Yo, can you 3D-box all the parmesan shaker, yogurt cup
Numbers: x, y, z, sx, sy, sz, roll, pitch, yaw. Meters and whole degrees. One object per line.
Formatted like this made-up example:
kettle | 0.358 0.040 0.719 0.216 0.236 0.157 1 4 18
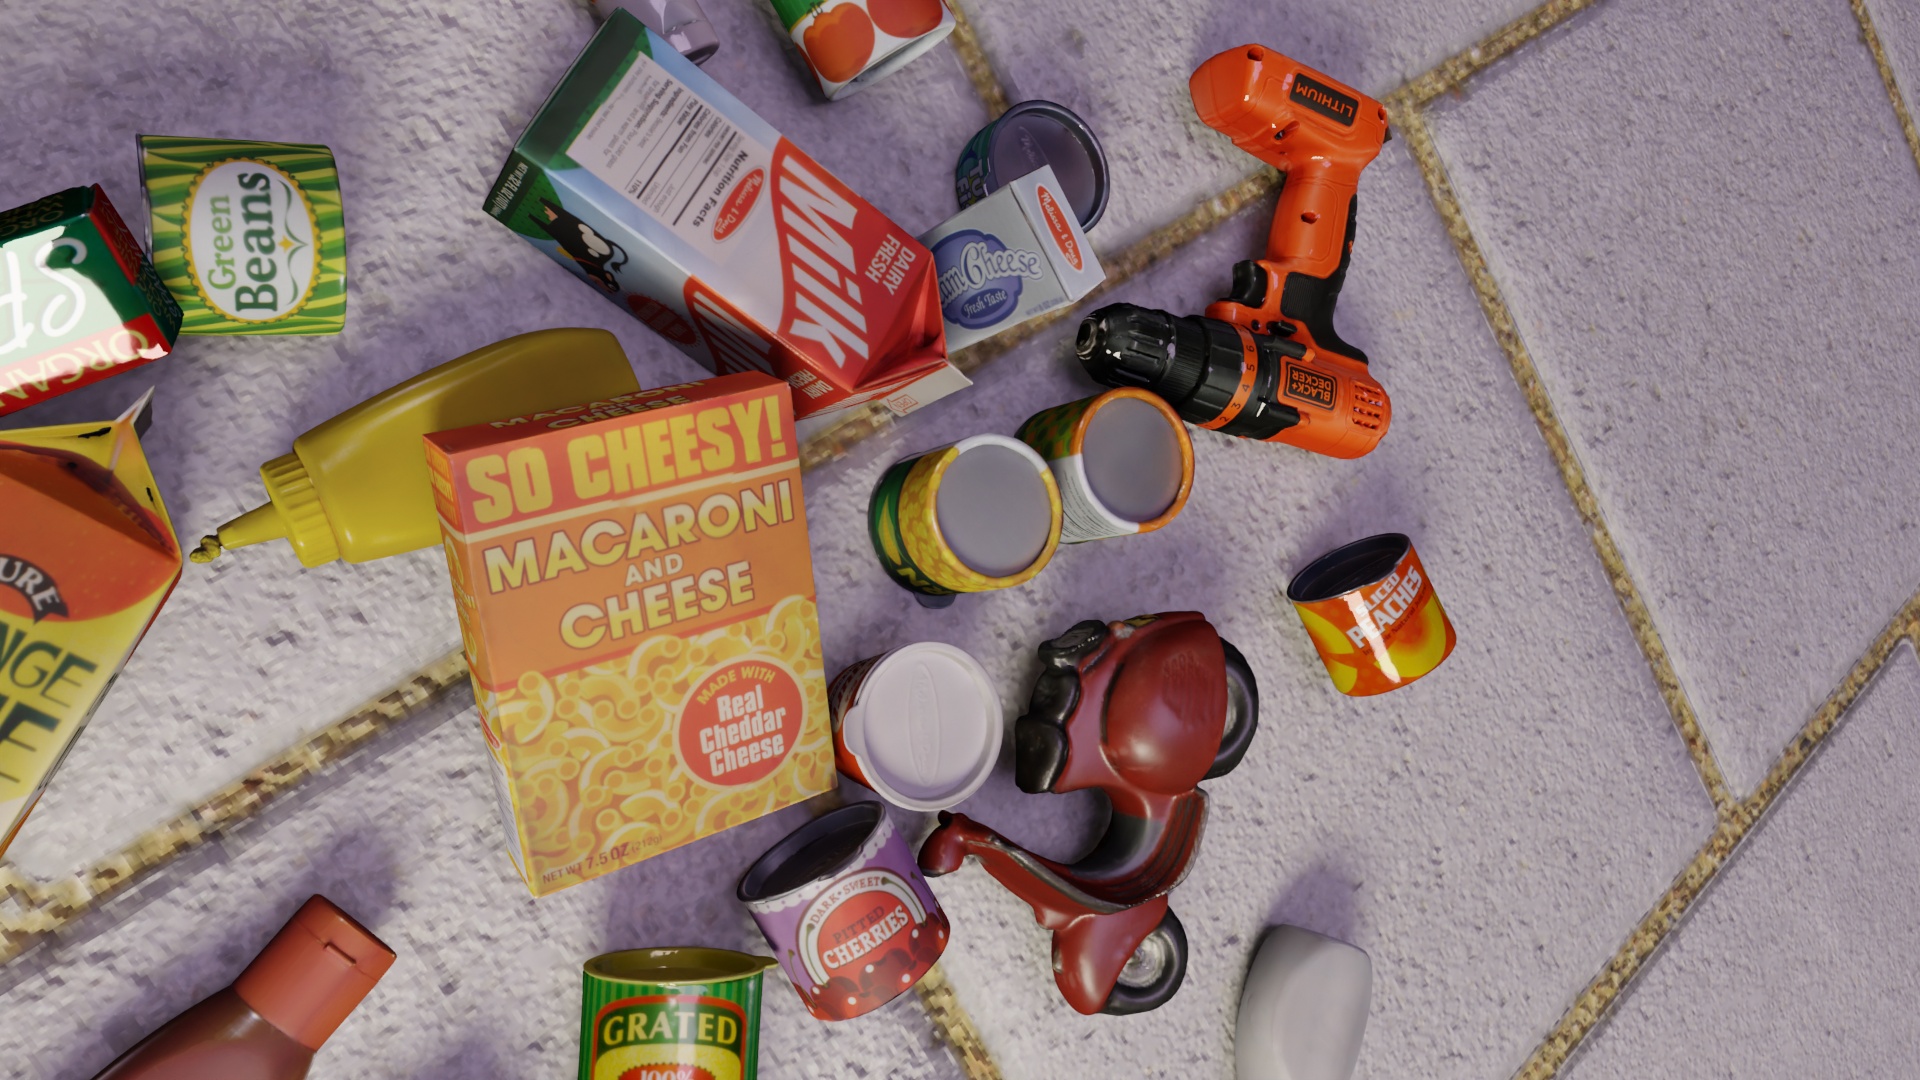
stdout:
parmesan shaker | -0.104 0.207 0.508 0.071 0.071 0.103 5 82 -28
yogurt cup | -0.024 0.076 0.575 0.072 0.054 0.072 3 83 -28

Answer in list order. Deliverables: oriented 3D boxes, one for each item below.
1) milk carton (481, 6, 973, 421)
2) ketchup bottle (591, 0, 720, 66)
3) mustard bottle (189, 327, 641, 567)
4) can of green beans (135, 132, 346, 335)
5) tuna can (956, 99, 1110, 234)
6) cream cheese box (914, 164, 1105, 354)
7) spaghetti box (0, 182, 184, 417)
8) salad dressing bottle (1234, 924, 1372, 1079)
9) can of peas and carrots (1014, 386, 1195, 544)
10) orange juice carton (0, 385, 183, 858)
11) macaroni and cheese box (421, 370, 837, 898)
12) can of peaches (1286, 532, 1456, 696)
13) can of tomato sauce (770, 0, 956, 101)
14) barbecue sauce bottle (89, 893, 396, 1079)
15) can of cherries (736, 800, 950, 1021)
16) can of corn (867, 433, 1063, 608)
milk carton | -0.083 -0.111 0.554 0.190 0.072 0.074 35 69 -20
ketchup bottle | -0.149 -0.255 0.551 0.065 0.043 0.148 -36 102 -27
mustard bottle | -0.193 -0.028 0.497 0.161 0.049 0.065 -25 103 -28
can of green beans | -0.242 -0.102 0.469 0.058 0.071 0.071 -5 87 -29
tuna can | 0.032 -0.166 0.645 0.071 0.032 0.071 3 82 -28
cream cheese box | 0.012 -0.115 0.588 0.024 0.103 0.053 -35 102 -31
spaghetti box | -0.352 -0.031 0.381 0.251 0.029 0.050 -25 130 -16
salad dressing bottle | 0.153 0.260 0.657 0.064 0.044 0.148 27 73 -25
can of peas and carrots | 0.065 -0.035 0.633 0.071 0.058 0.071 3 83 -29
orange juice carton | -0.299 0.038 0.419 0.073 0.071 0.193 33 70 -23
macaroni and cheese box | -0.116 0.031 0.508 0.124 0.040 0.165 -16 113 -29
can of peaches | 0.207 0.038 0.696 0.071 0.071 0.058 -35 102 -27
can of tomato sauce | -0.049 -0.240 0.588 0.071 0.071 0.083 -36 102 -27
barbecue sauce bottle | -0.248 0.185 0.446 0.065 0.043 0.149 45 65 -15
can of cherries | -0.045 0.146 0.545 0.072 0.071 0.058 -33 101 -27
can of corn | 0.002 -0.007 0.596 0.071 0.058 0.071 3 83 -28
